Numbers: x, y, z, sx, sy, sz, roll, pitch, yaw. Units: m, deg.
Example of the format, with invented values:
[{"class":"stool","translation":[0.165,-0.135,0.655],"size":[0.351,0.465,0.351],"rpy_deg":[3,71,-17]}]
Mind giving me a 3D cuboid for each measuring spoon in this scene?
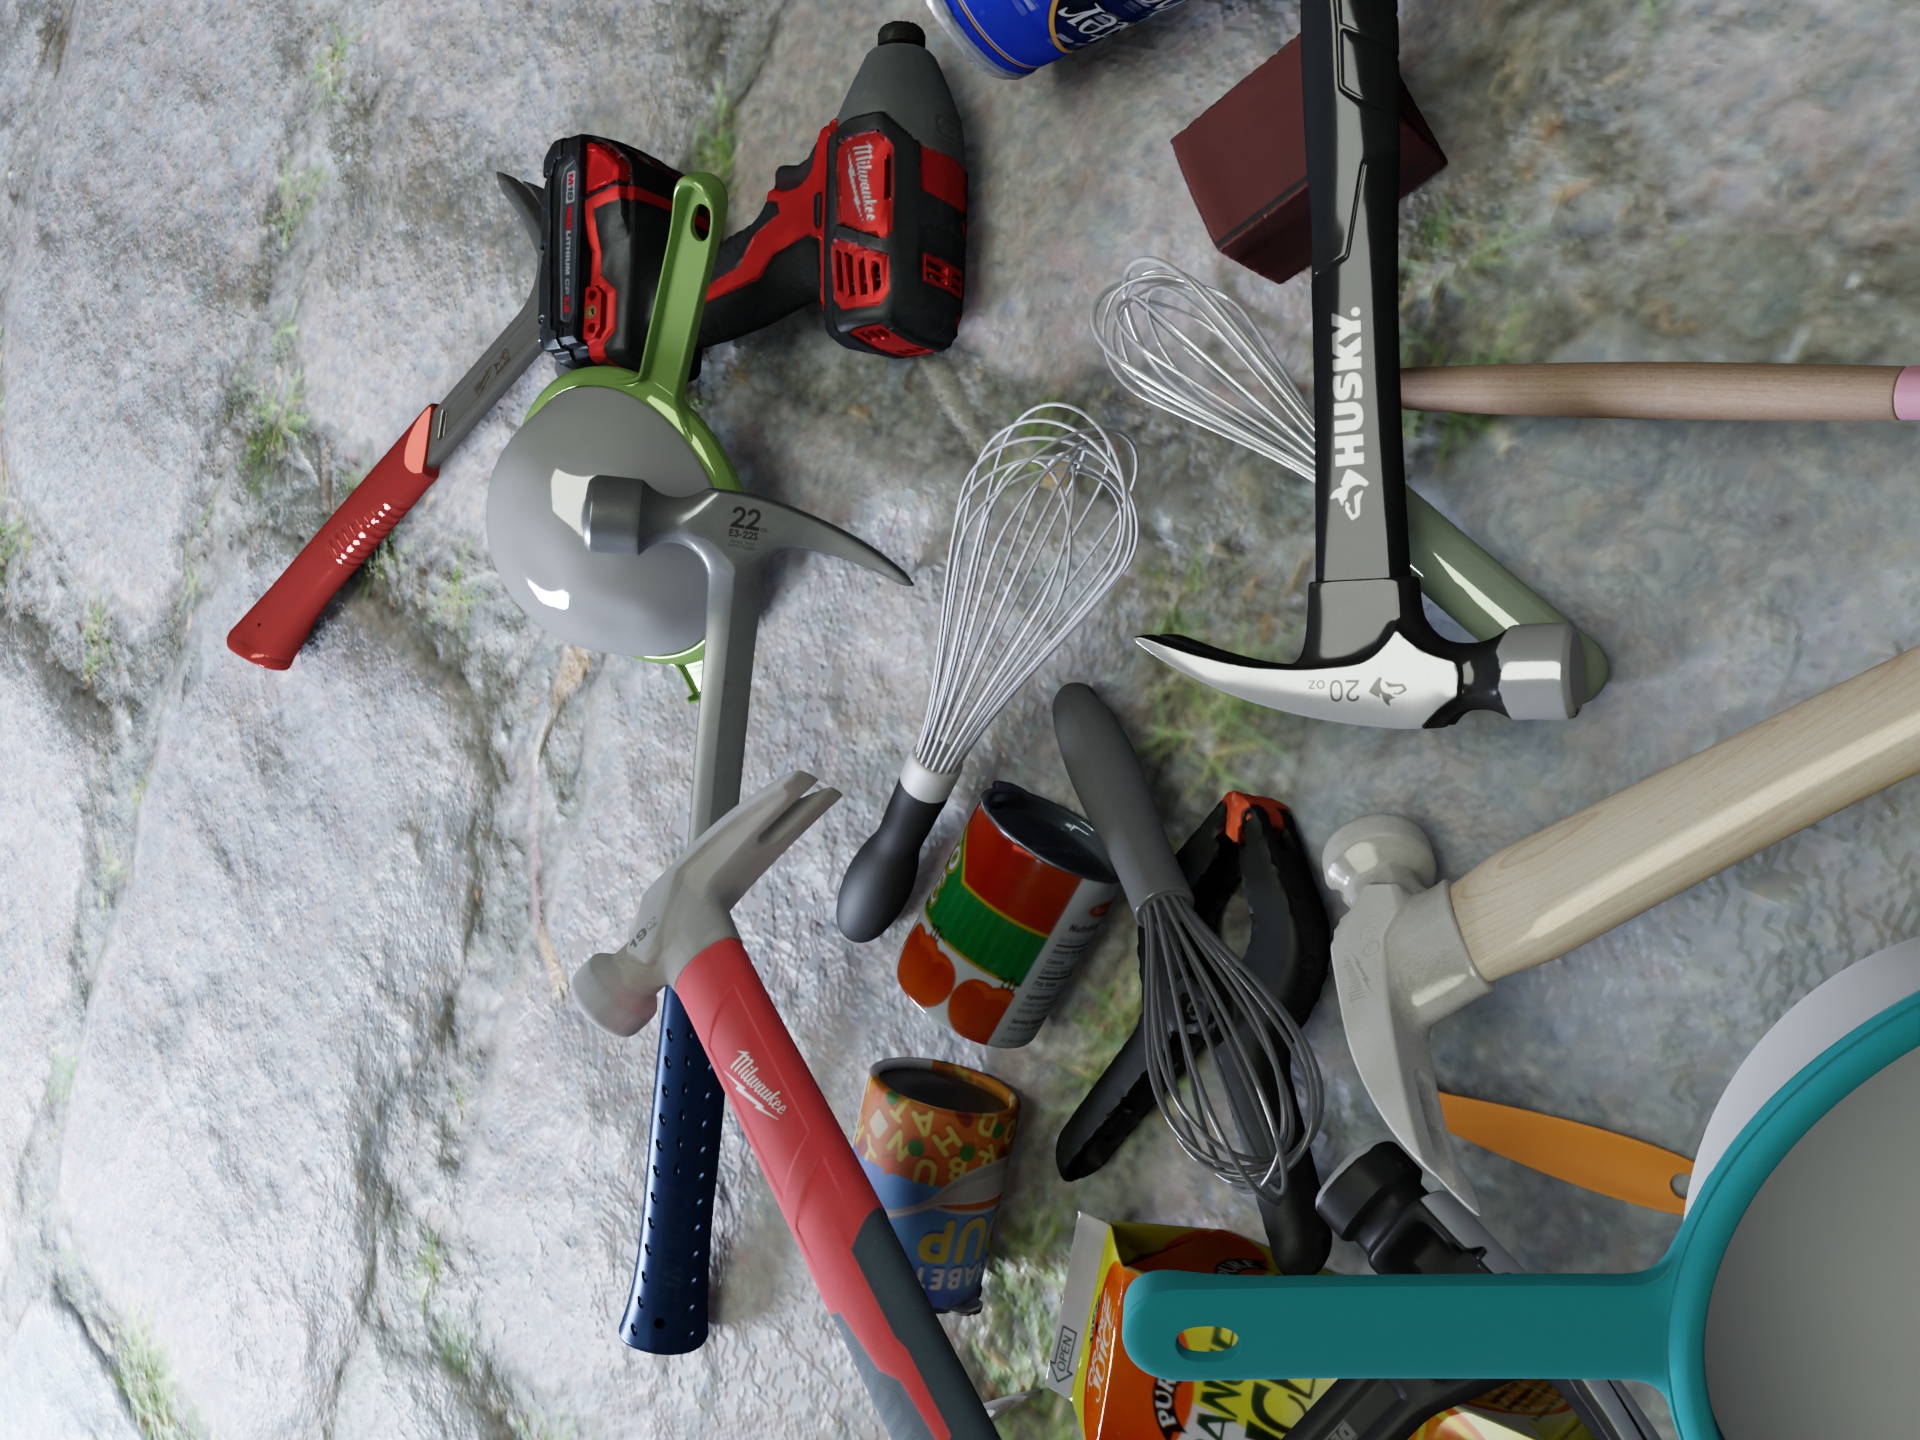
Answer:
[{"class":"measuring spoon","translation":[0.199,0.142,0.537],"size":[0.117,0.011,0.021],"rpy_deg":[12,94,33]}]

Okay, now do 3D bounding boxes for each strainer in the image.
[{"class":"strainer","translation":[0.214,0.131,0.413],"size":[0.340,0.095,0.211],"rpy_deg":[-4,109,10]},{"class":"strainer","translation":[-0.158,-0.124,0.719],"size":[0.151,0.069,0.256],"rpy_deg":[36,131,15]}]

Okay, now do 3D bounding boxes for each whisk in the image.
[{"class":"whisk","translation":[0.136,-0.091,0.579],"size":[0.246,0.059,0.057],"rpy_deg":[48,151,25]},{"class":"whisk","translation":[0.000,-0.001,0.629],"size":[0.070,0.070,0.284],"rpy_deg":[50,136,28]},{"class":"whisk","translation":[0.071,0.066,0.572],"size":[0.055,0.055,0.239],"rpy_deg":[-47,38,25]}]

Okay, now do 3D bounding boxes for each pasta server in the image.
[{"class":"pasta server","translation":[0.249,-0.104,0.467],"size":[0.316,0.060,0.040],"rpy_deg":[14,104,49]}]

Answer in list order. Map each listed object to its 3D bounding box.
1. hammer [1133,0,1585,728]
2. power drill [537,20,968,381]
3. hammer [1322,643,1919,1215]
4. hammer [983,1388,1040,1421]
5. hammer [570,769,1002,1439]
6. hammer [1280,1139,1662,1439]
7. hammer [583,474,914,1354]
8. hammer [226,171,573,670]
[{"class":"hammer","translation":[0.126,-0.165,0.532],"size":[0.146,0.035,0.335],"rpy_deg":[-1,93,32]},{"class":"power drill","translation":[-0.094,-0.233,0.741],"size":[0.220,0.078,0.143],"rpy_deg":[0,87,34]},{"class":"hammer","translation":[0.282,-0.007,0.429],"size":[0.410,0.038,0.146],"rpy_deg":[-35,27,26]},{"class":"hammer","translation":[0.100,0.351,0.583],"size":[0.331,0.031,0.130],"rpy_deg":[8,93,37]},{"class":"hammer","translation":[-0.026,0.185,0.569],"size":[0.143,0.038,0.387],"rpy_deg":[-44,50,9]},{"class":"hammer","translation":[0.068,0.295,0.500],"size":[0.337,0.034,0.127],"rpy_deg":[-53,54,14]},{"class":"hammer","translation":[-0.112,0.099,0.728],"size":[0.144,0.035,0.405],"rpy_deg":[6,101,-6]},{"class":"hammer","translation":[-0.333,-0.150,0.937],"size":[0.359,0.036,0.149],"rpy_deg":[-37,66,29]}]
